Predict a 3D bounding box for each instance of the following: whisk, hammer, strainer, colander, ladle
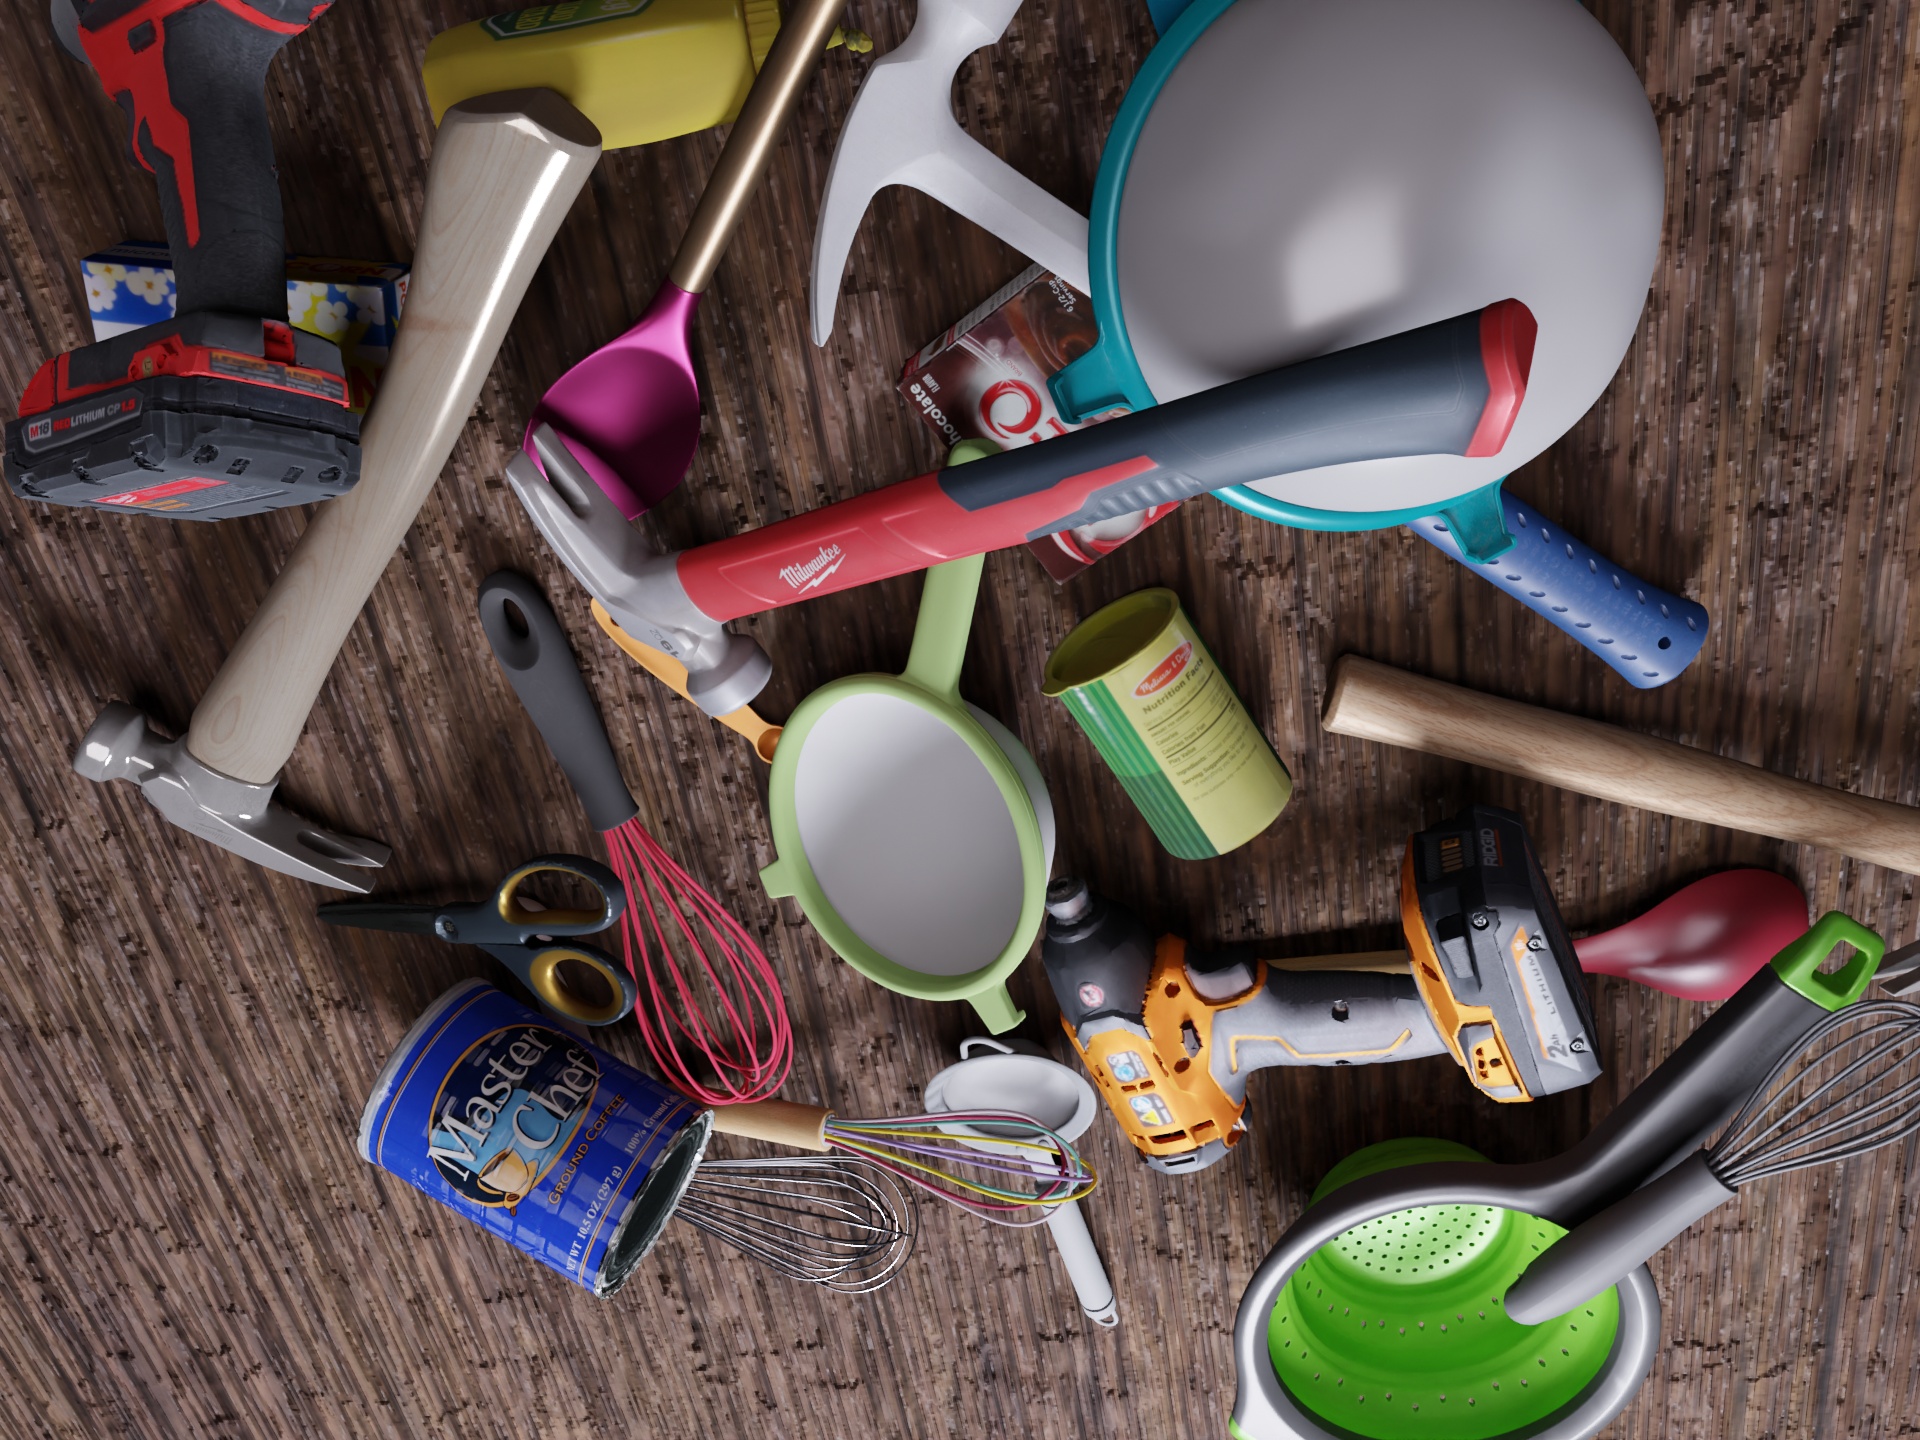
[{"bbox_3d":[-0.162,0.248,0.860,0.284,0.070,0.070,10,119,6],"label":"whisk"},{"bbox_3d":[0.002,-0.088,0.559,0.386,0.038,0.143,-11,130,38],"label":"hammer"},{"bbox_3d":[0.045,0.241,0.843,0.087,0.050,0.258,-11,122,15],"label":"strainer"},{"bbox_3d":[0.280,0.221,0.779,0.204,0.095,0.397,29,114,-11],"label":"colander"},{"bbox_3d":[0.243,0.115,0.764,0.315,0.031,0.069,-6,112,11],"label":"ladle"},{"bbox_3d":[0.327,0.197,0.686,0.055,0.055,0.239,35,117,-13],"label":"whisk"},{"bbox_3d":[-0.049,0.210,0.800,0.245,0.047,0.051,4,132,24],"label":"whisk"},{"bbox_3d":[-0.001,-0.002,0.693,0.152,0.069,0.256,26,119,28],"label":"strainer"},{"bbox_3d":[-0.242,-0.075,0.660,0.146,0.038,0.410,30,126,-18],"label":"hammer"},{"bbox_3d":[-0.156,0.064,0.758,0.073,0.073,0.295,-17,109,14],"label":"whisk"},{"bbox_3d":[0.128,-0.117,0.611,0.405,0.035,0.144,29,101,-18],"label":"hammer"},{"bbox_3d":[0.176,-0.216,0.516,0.211,0.095,0.340,16,106,-16],"label":"strainer"},{"bbox_3d":[0.322,0.030,0.697,0.331,0.031,0.130,14,103,1],"label":"hammer"}]

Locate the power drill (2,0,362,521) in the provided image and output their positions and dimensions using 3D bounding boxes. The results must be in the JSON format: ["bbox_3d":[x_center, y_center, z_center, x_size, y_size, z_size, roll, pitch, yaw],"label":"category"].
[{"bbox_3d":[-0.284,-0.189,0.574,0.143,0.078,0.220,-3,87,34],"label":"power drill"}]

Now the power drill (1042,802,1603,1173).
[{"bbox_3d":[0.151,0.115,0.718,0.226,0.084,0.164,-19,117,24],"label":"power drill"}]

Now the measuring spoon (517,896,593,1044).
[{"bbox_3d":[-0.214,0.146,0.827,0.034,0.018,0.124,-10,118,10],"label":"measuring spoon"}]

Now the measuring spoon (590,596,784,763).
[{"bbox_3d":[-0.123,-0.021,0.735,0.117,0.011,0.021,40,107,-11],"label":"measuring spoon"}]

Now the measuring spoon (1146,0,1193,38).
[{"bbox_3d":[0.093,-0.230,0.581,0.042,0.021,0.128,-15,130,22],"label":"measuring spoon"}]

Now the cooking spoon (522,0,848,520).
[{"bbox_3d":[-0.093,-0.186,0.600,0.068,0.017,0.318,16,134,-25],"label":"cooking spoon"}]
